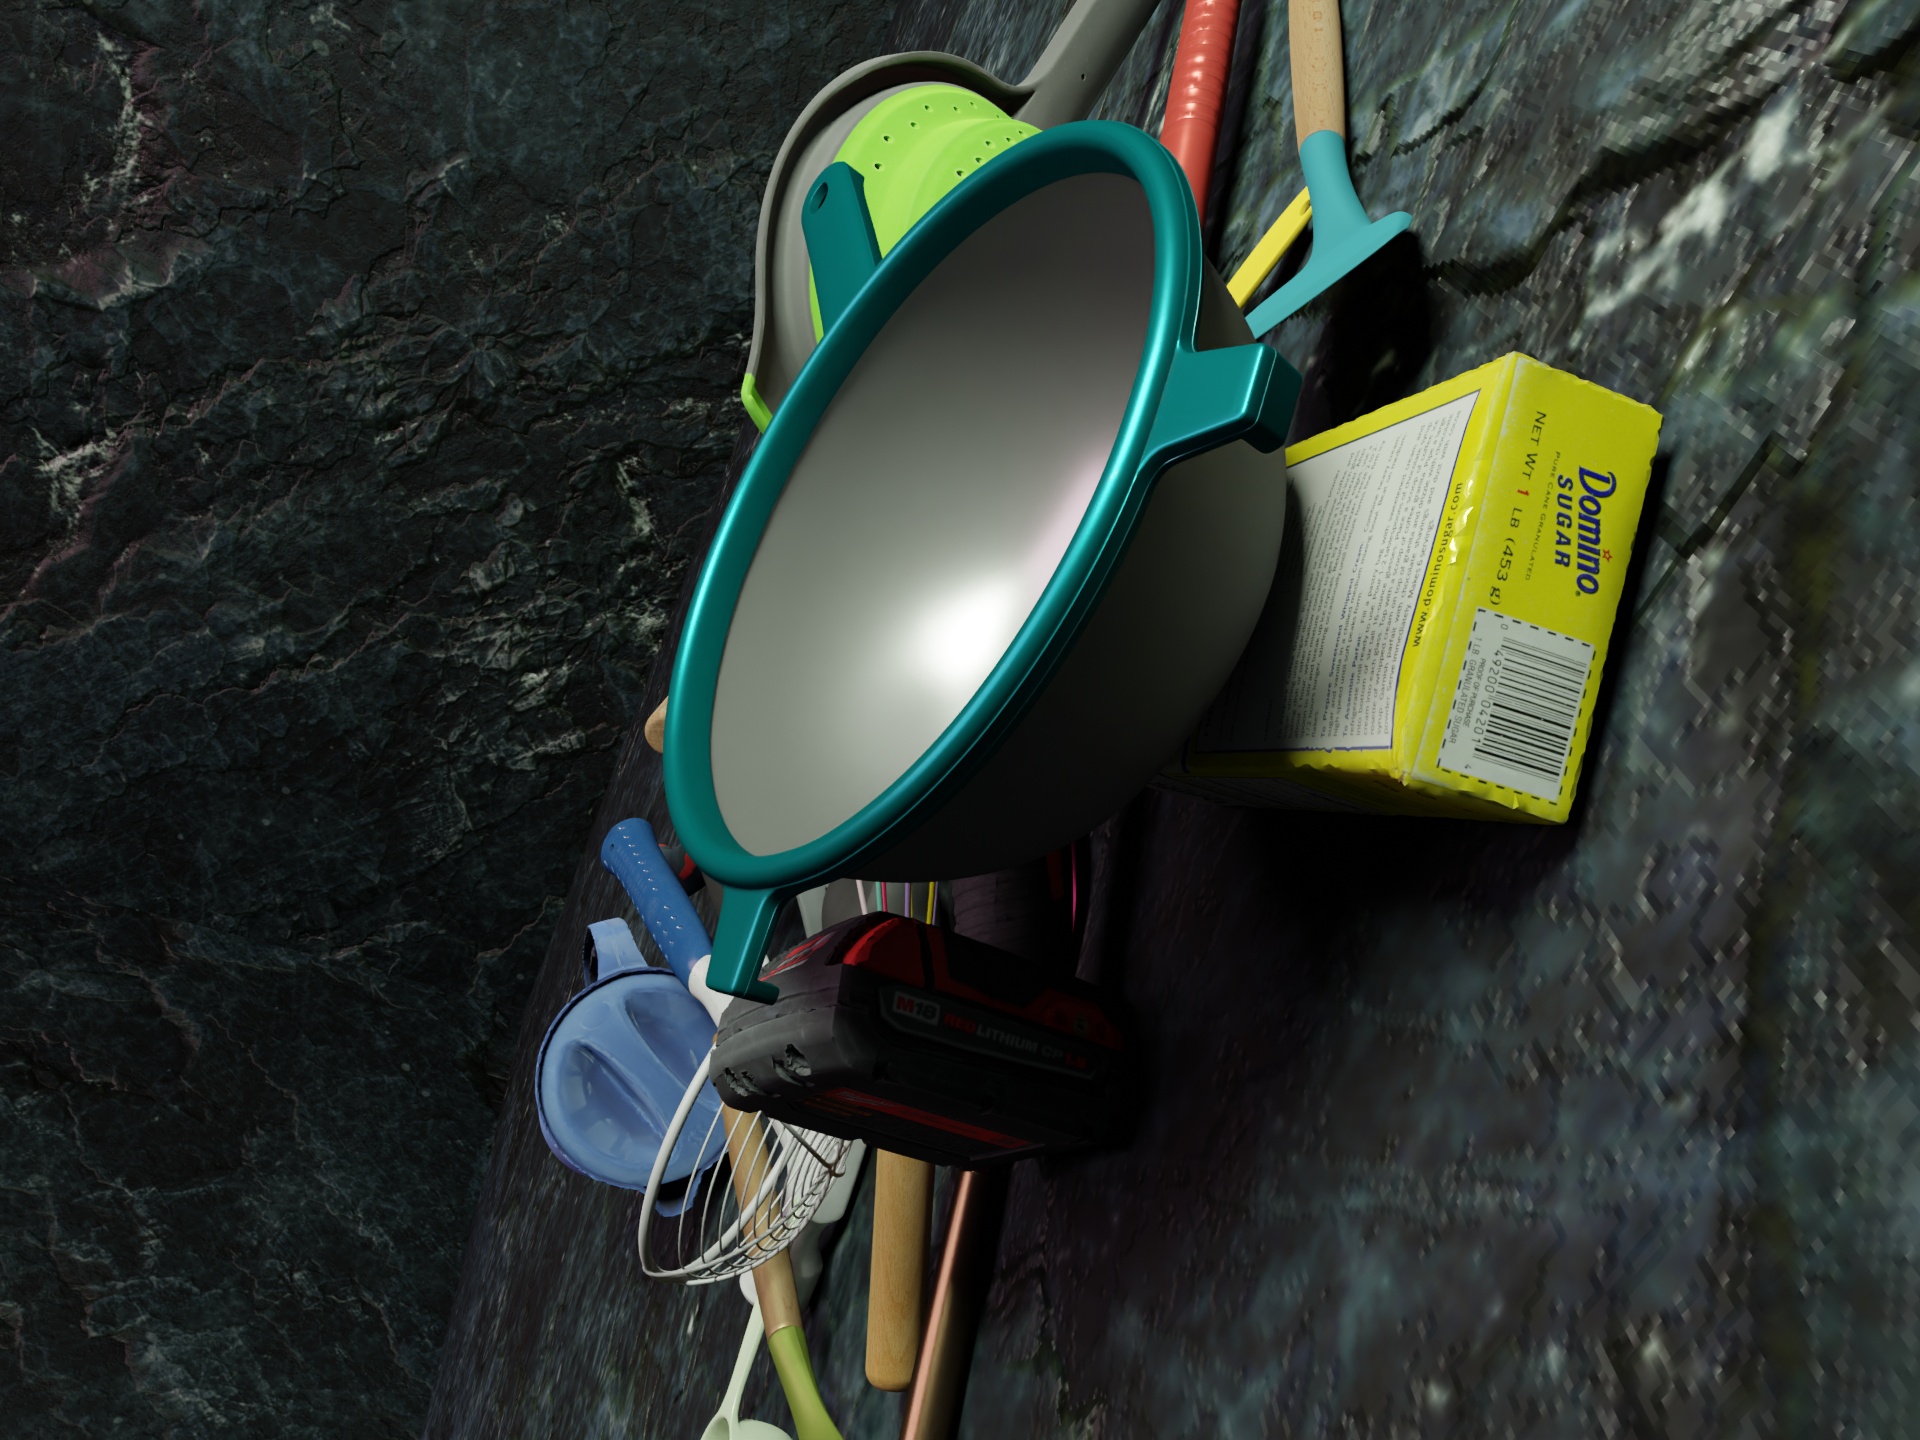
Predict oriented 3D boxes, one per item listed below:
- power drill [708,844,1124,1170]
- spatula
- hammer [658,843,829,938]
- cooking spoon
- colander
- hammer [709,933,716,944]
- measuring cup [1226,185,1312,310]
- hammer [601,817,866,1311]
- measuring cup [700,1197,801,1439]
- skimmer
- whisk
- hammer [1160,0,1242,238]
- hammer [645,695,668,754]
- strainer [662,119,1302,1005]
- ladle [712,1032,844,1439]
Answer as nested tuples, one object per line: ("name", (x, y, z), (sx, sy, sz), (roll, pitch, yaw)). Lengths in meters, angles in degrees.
("power drill", (-0.006, 0.023, 0.524), (0.078, 0.143, 0.220), (-30, 44, 49))
("spatula", (0.119, -0.221, 0.552), (0.082, 0.044, 0.318), (-32, 36, 38))
("hammer", (-0.150, 0.095, 1.009), (0.143, 0.038, 0.386), (68, 156, 6))
("cooking spoon", (0.001, 0.182, 0.548), (0.068, 0.017, 0.319), (139, 147, -64))
("colander", (0.052, -0.261, 0.739), (0.094, 0.204, 0.397), (11, 64, 41))
("hammer", (-0.132, 0.077, 1.120), (0.128, 0.033, 0.331), (-103, 35, -64))
("measuring cup", (0.095, -0.128, 0.585), (0.156, 0.029, 0.062), (-54, 21, 19))
("hammer", (-0.136, 0.141, 0.880), (0.406, 0.035, 0.144), (38, 109, 59))
("measuring cup", (-0.080, 0.292, 0.678), (0.083, 0.038, 0.168), (147, 142, -67))
("skimmer", (-0.115, 0.113, 0.714), (0.364, 0.090, 0.127), (-135, 60, -66))
("whisk", (-0.017, 0.118, 0.588), (0.047, 0.051, 0.245), (-4, 81, 48))
("hammer", (0.105, -0.296, 0.679), (0.149, 0.036, 0.359), (110, 171, -75))
("hammer", (-0.112, -0.091, 1.005), (0.130, 0.031, 0.331), (-54, 6, 41))
("strainer", (0.005, -0.078, 0.470), (0.211, 0.095, 0.341), (-49, 31, 24))
("ladle", (-0.086, 0.229, 0.645), (0.078, 0.062, 0.320), (-67, 25, 21))
